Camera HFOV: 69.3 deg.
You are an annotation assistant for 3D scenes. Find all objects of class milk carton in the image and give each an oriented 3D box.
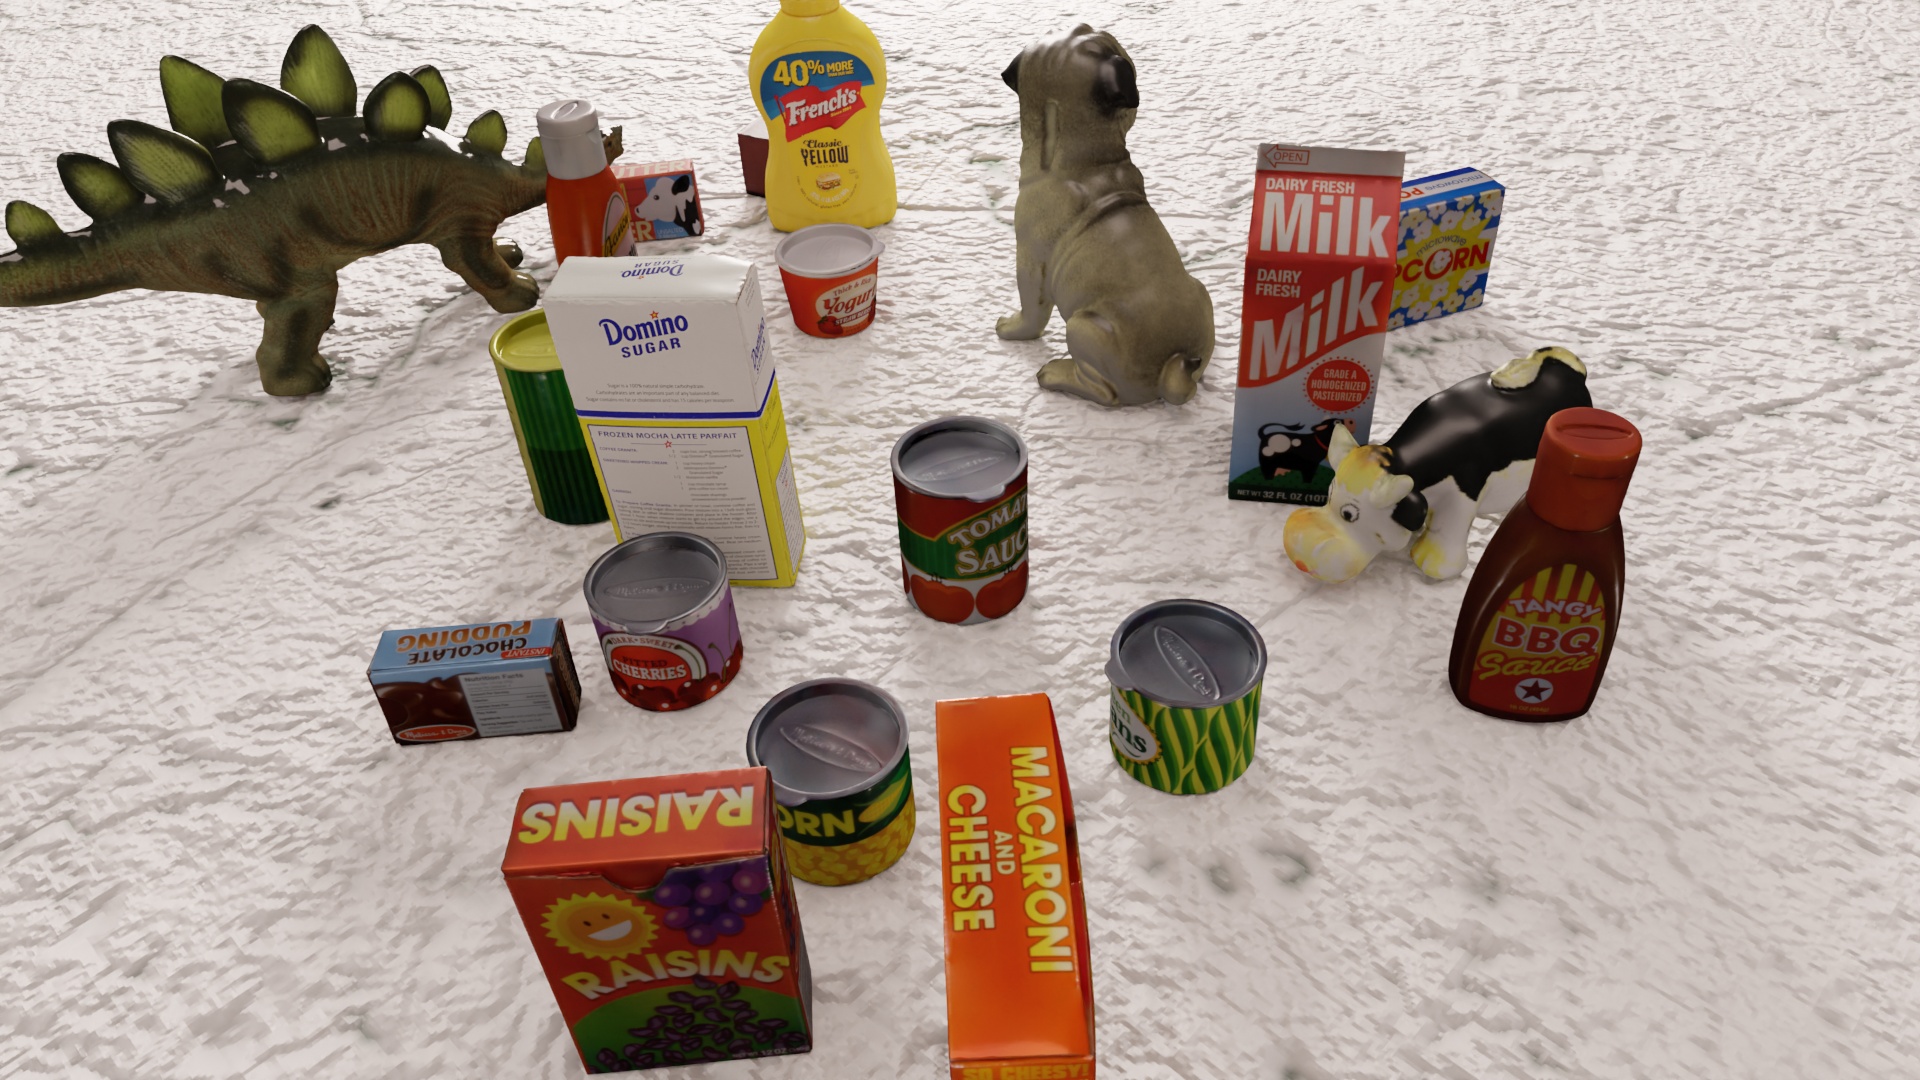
[{"bbox_3d":[0.182,-0.114,0.720,0.072,0.189,0.074,6,40,11],"label":"milk carton"}]

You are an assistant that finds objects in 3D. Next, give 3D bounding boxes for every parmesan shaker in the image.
[{"bbox_3d":[-0.211,-0.069,0.760,0.071,0.102,0.072,-2,40,2],"label":"parmesan shaker"}]

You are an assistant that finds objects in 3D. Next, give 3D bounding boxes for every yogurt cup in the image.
[{"bbox_3d":[-0.085,-0.169,0.910,0.072,0.053,0.073,-2,40,2],"label":"yogurt cup"}]

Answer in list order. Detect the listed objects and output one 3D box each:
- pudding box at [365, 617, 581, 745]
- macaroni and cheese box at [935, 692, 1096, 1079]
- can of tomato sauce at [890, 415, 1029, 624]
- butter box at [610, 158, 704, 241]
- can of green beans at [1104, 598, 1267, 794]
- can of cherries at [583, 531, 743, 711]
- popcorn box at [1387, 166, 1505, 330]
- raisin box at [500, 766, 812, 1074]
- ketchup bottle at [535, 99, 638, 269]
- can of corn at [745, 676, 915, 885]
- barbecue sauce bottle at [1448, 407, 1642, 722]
[{"bbox_3d":[-0.223,0.065,0.640,0.084,0.049,0.030,-5,40,-2],"label":"pudding box"},{"bbox_3d":[0.017,0.149,0.433,0.040,0.165,0.124,-3,40,0],"label":"macaroni and cheese box"},{"bbox_3d":[0.002,-0.009,0.688,0.071,0.082,0.071,-2,40,2],"label":"can of tomato sauce"},{"bbox_3d":[-0.242,-0.245,1.013,0.103,0.052,0.024,-7,40,-5],"label":"butter box"},{"bbox_3d":[0.098,0.068,0.609,0.071,0.057,0.071,-2,40,2],"label":"can of green beans"},{"bbox_3d":[-0.140,0.040,0.658,0.071,0.058,0.072,-2,40,2],"label":"can of cherries"},{"bbox_3d":[0.274,-0.178,0.873,0.127,0.084,0.038,-16,41,-15],"label":"popcorn box"},{"bbox_3d":[-0.101,0.136,0.489,0.086,0.122,0.040,-4,40,-1],"label":"raisin box"},{"bbox_3d":[-0.238,-0.205,0.889,0.043,0.148,0.065,7,41,12],"label":"ketchup bottle"},{"bbox_3d":[-0.054,0.102,0.578,0.071,0.058,0.071,-2,40,2],"label":"can of corn"},{"bbox_3d":[0.253,0.013,0.595,0.065,0.147,0.044,5,40,10],"label":"barbecue sauce bottle"}]
